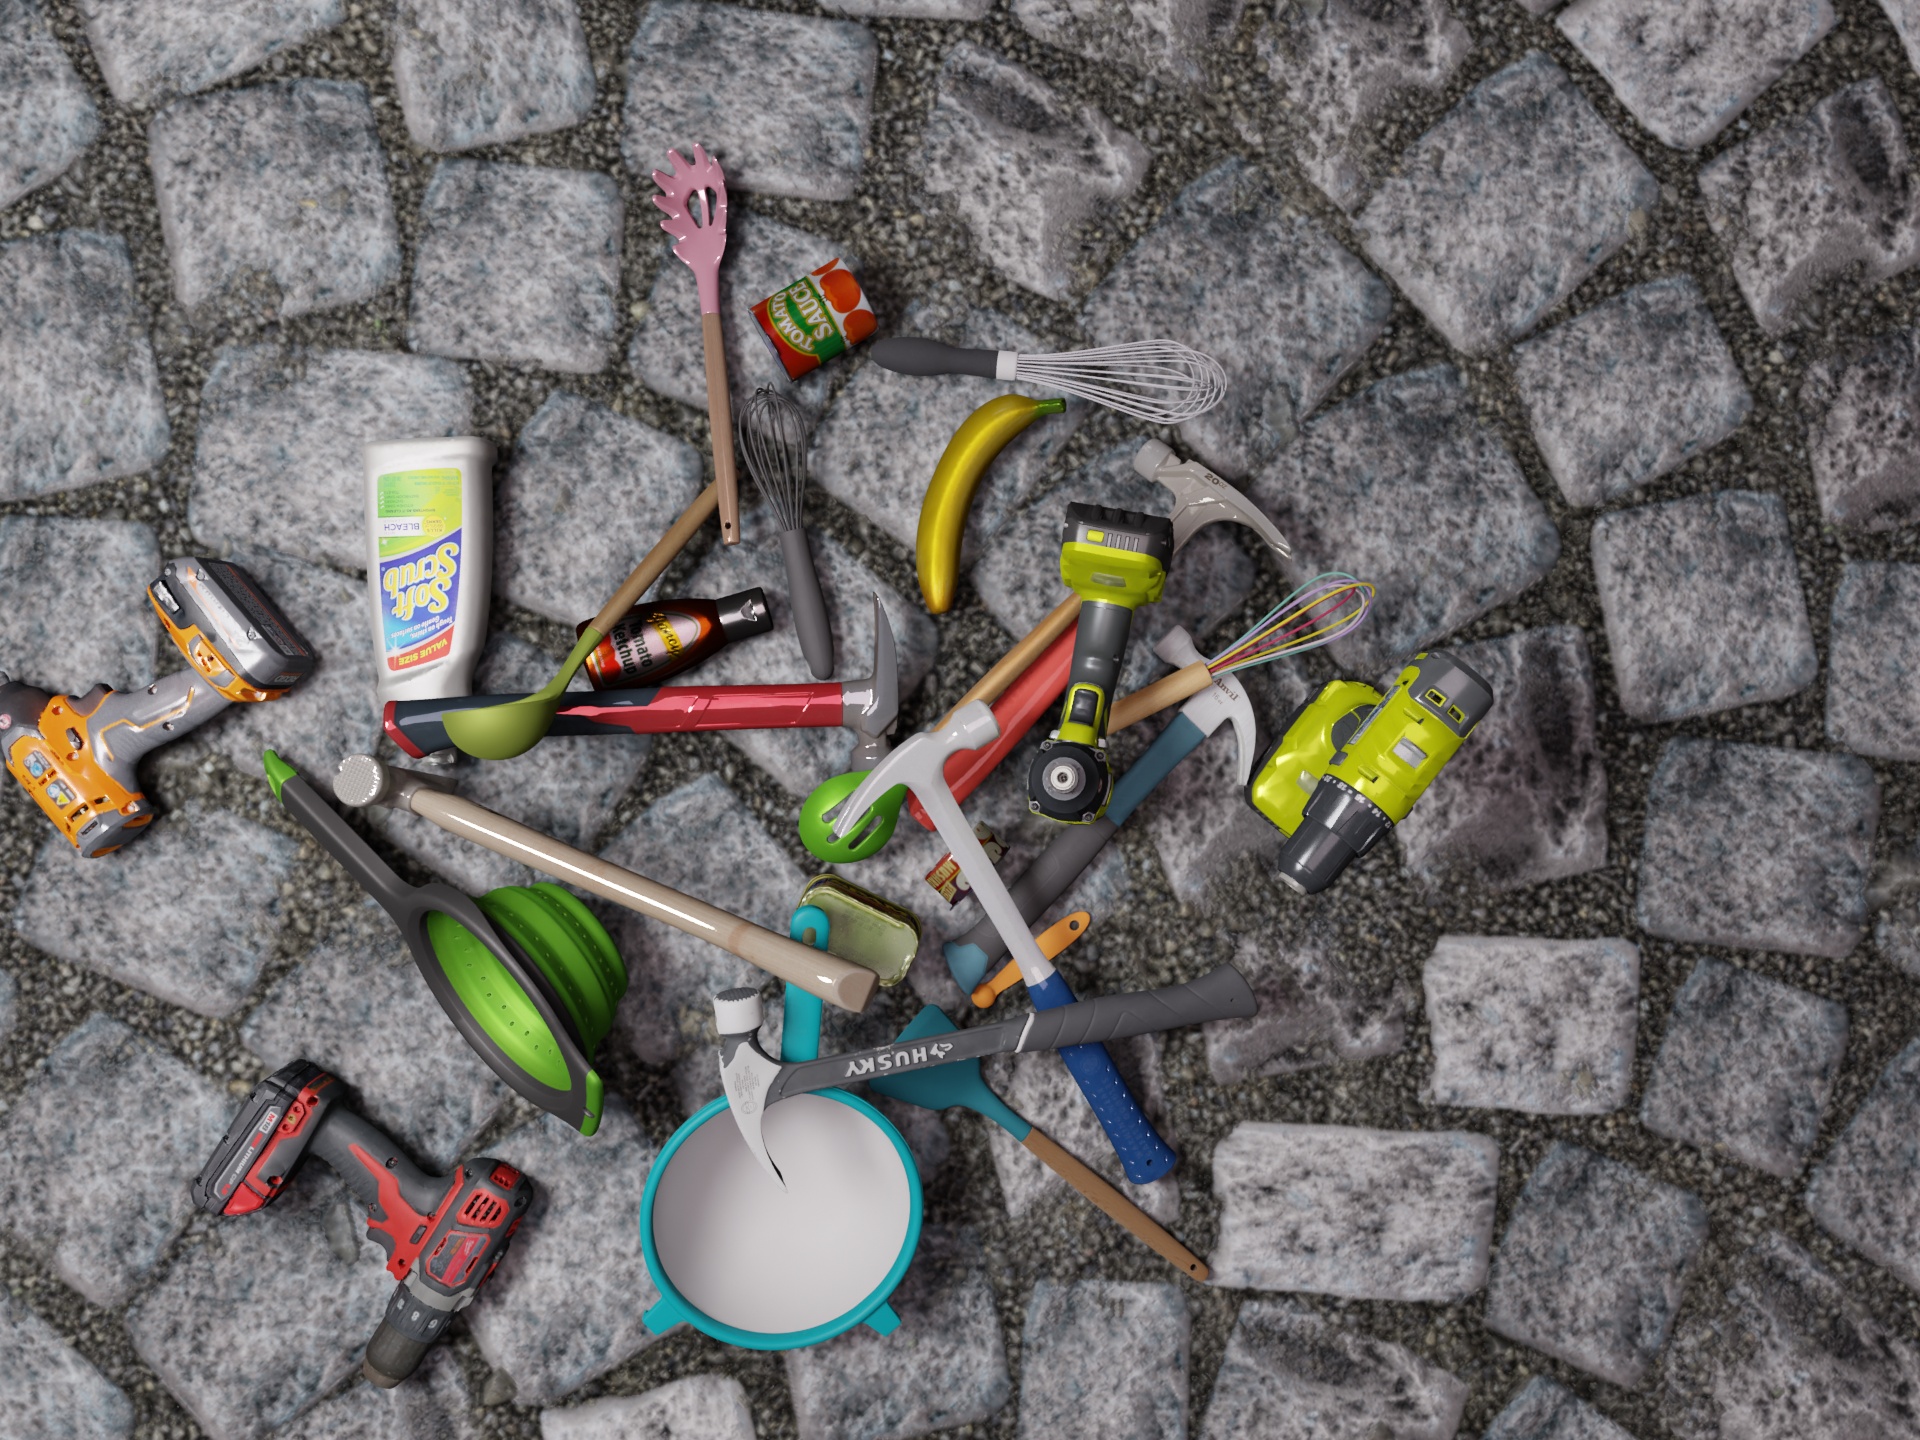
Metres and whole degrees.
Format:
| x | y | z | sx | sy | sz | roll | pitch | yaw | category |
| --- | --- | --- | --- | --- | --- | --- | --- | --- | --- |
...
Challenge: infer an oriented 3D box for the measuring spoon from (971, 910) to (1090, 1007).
| x | y | z | sx | sy | sz | roll | pitch | yaw | category |
| --- | --- | --- | --- | --- | --- | --- | --- | --- | --- |
| 0.057 | 0.191 | 1.276 | 0.117 | 0.011 | 0.021 | -38 | 90 | -2 | measuring spoon |

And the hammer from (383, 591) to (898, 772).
| x | y | z | sx | sy | sz | roll | pitch | yaw | category |
| --- | --- | --- | --- | --- | --- | --- | --- | --- | --- |
| -0.241 | -0.023 | 1.220 | 0.386 | 0.038 | 0.143 | -2 | 103 | -9 | hammer |

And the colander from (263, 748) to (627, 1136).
| x | y | z | sx | sy | sz | roll | pitch | yaw | category |
| --- | --- | --- | --- | --- | --- | --- | --- | --- | --- |
| -0.380 | 0.139 | 1.222 | 0.397 | 0.204 | 0.094 | 41 | 53 | 15 | colander |

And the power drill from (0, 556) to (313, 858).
| x | y | z | sx | sy | sz | roll | pitch | yaw | category |
| --- | --- | --- | --- | --- | --- | --- | --- | --- | --- |
| -0.637 | -0.025 | 1.226 | 0.226 | 0.084 | 0.164 | -41 | 90 | 2 | power drill |

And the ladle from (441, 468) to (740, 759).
| x | y | z | sx | sy | sz | roll | pitch | yaw | category |
| --- | --- | --- | --- | --- | --- | --- | --- | --- | --- |
| -0.266 | -0.092 | 1.193 | 0.062 | 0.078 | 0.320 | 51 | 57 | -27 | ladle |

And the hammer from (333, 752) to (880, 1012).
| x | y | z | sx | sy | sz | roll | pitch | yaw | category |
| --- | --- | --- | --- | --- | --- | --- | --- | --- | --- |
| -0.248 | 0.119 | 1.160 | 0.411 | 0.146 | 0.038 | 21 | 86 | 12 | hammer |

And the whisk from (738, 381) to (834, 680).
| x | y | z | sx | sy | sz | roll | pitch | yaw | category |
| --- | --- | --- | --- | --- | --- | --- | --- | --- | --- |
| -0.131 | -0.149 | 1.260 | 0.055 | 0.055 | 0.239 | -12 | 94 | -2 | whisk |

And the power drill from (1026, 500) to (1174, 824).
| x | y | z | sx | sy | sz | roll | pitch | yaw | category |
| --- | --- | --- | --- | --- | --- | --- | --- | --- | --- |
| 0.096 | -0.036 | 1.148 | 0.080 | 0.171 | 0.223 | 11 | 87 | 8 | power drill |

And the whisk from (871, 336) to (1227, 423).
| x | y | z | sx | sy | sz | roll | pitch | yaw | category |
| --- | --- | --- | --- | --- | --- | --- | --- | --- | --- |
| 0.069 | -0.280 | 1.264 | 0.284 | 0.070 | 0.070 | 7 | 89 | 3 | whisk |

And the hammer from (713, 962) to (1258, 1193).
| x | y | z | sx | sy | sz | roll | pitch | yaw | category |
| --- | --- | --- | --- | --- | --- | --- | --- | --- | --- |
| 0.029 | 0.241 | 1.179 | 0.409 | 0.036 | 0.149 | -8 | 97 | -13 | hammer |

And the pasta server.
| x | y | z | sx | sy | sz | roll | pitch | yaw | category |
| --- | --- | --- | --- | --- | --- | --- | --- | --- | --- |
| -0.197 | -0.294 | 1.252 | 0.060 | 0.040 | 0.316 | -8 | 84 | 14 | pasta server |

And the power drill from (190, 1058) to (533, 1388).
| x | y | z | sx | sy | sz | roll | pitch | yaw | category |
| --- | --- | --- | --- | --- | --- | --- | --- | --- | --- |
| -0.469 | 0.388 | 1.227 | 0.226 | 0.080 | 0.188 | 32 | 89 | -4 | power drill |

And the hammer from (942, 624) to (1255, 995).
| x | y | z | sx | sy | sz | roll | pitch | yaw | category |
| --- | --- | --- | --- | --- | --- | --- | --- | --- | --- |
| 0.106 | 0.085 | 1.270 | 0.128 | 0.033 | 0.331 | 43 | 88 | 0 | hammer |

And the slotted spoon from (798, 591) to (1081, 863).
| x | y | z | sx | sy | sz | roll | pitch | yaw | category |
| --- | --- | --- | --- | --- | --- | --- | --- | --- | --- |
| -0.002 | -0.004 | 1.233 | 0.314 | 0.031 | 0.070 | -44 | 102 | -2 | slotted spoon |

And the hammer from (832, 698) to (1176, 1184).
| x | y | z | sx | sy | sz | roll | pitch | yaw | category |
| --- | --- | --- | --- | --- | --- | --- | --- | --- | --- |
| 0.051 | 0.190 | 1.215 | 0.144 | 0.035 | 0.405 | -31 | 104 | -7 | hammer |

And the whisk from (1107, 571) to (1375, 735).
| x | y | z | sx | sy | sz | roll | pitch | yaw | category |
| --- | --- | --- | --- | --- | --- | --- | --- | --- | --- |
| 0.211 | -0.050 | 1.238 | 0.245 | 0.047 | 0.051 | -26 | 90 | 2 | whisk |

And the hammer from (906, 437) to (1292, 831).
| x | y | z | sx | sy | sz | roll | pitch | yaw | category |
| --- | --- | --- | --- | --- | --- | --- | --- | --- | --- |
| 0.093 | -0.049 | 1.256 | 0.149 | 0.036 | 0.359 | 42 | 91 | 19 | hammer |

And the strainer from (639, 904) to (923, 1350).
| x | y | z | sx | sy | sz | roll | pitch | yaw | category |
| --- | --- | --- | --- | --- | --- | --- | --- | --- | --- |
| -0.132 | 0.300 | 1.216 | 0.211 | 0.095 | 0.340 | 4 | 96 | -11 | strainer |

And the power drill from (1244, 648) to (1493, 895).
| x | y | z | sx | sy | sz | roll | pitch | yaw | category |
| --- | --- | --- | --- | --- | --- | --- | --- | --- | --- |
| 0.284 | 0.041 | 1.177 | 0.080 | 0.228 | 0.190 | 39 | 88 | -1 | power drill |

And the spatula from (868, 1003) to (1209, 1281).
| x | y | z | sx | sy | sz | roll | pitch | yaw | category |
| --- | --- | --- | --- | --- | --- | --- | --- | --- | --- |
| 0.072 | 0.347 | 1.259 | 0.317 | 0.044 | 0.082 | 38 | 85 | -2 | spatula |
